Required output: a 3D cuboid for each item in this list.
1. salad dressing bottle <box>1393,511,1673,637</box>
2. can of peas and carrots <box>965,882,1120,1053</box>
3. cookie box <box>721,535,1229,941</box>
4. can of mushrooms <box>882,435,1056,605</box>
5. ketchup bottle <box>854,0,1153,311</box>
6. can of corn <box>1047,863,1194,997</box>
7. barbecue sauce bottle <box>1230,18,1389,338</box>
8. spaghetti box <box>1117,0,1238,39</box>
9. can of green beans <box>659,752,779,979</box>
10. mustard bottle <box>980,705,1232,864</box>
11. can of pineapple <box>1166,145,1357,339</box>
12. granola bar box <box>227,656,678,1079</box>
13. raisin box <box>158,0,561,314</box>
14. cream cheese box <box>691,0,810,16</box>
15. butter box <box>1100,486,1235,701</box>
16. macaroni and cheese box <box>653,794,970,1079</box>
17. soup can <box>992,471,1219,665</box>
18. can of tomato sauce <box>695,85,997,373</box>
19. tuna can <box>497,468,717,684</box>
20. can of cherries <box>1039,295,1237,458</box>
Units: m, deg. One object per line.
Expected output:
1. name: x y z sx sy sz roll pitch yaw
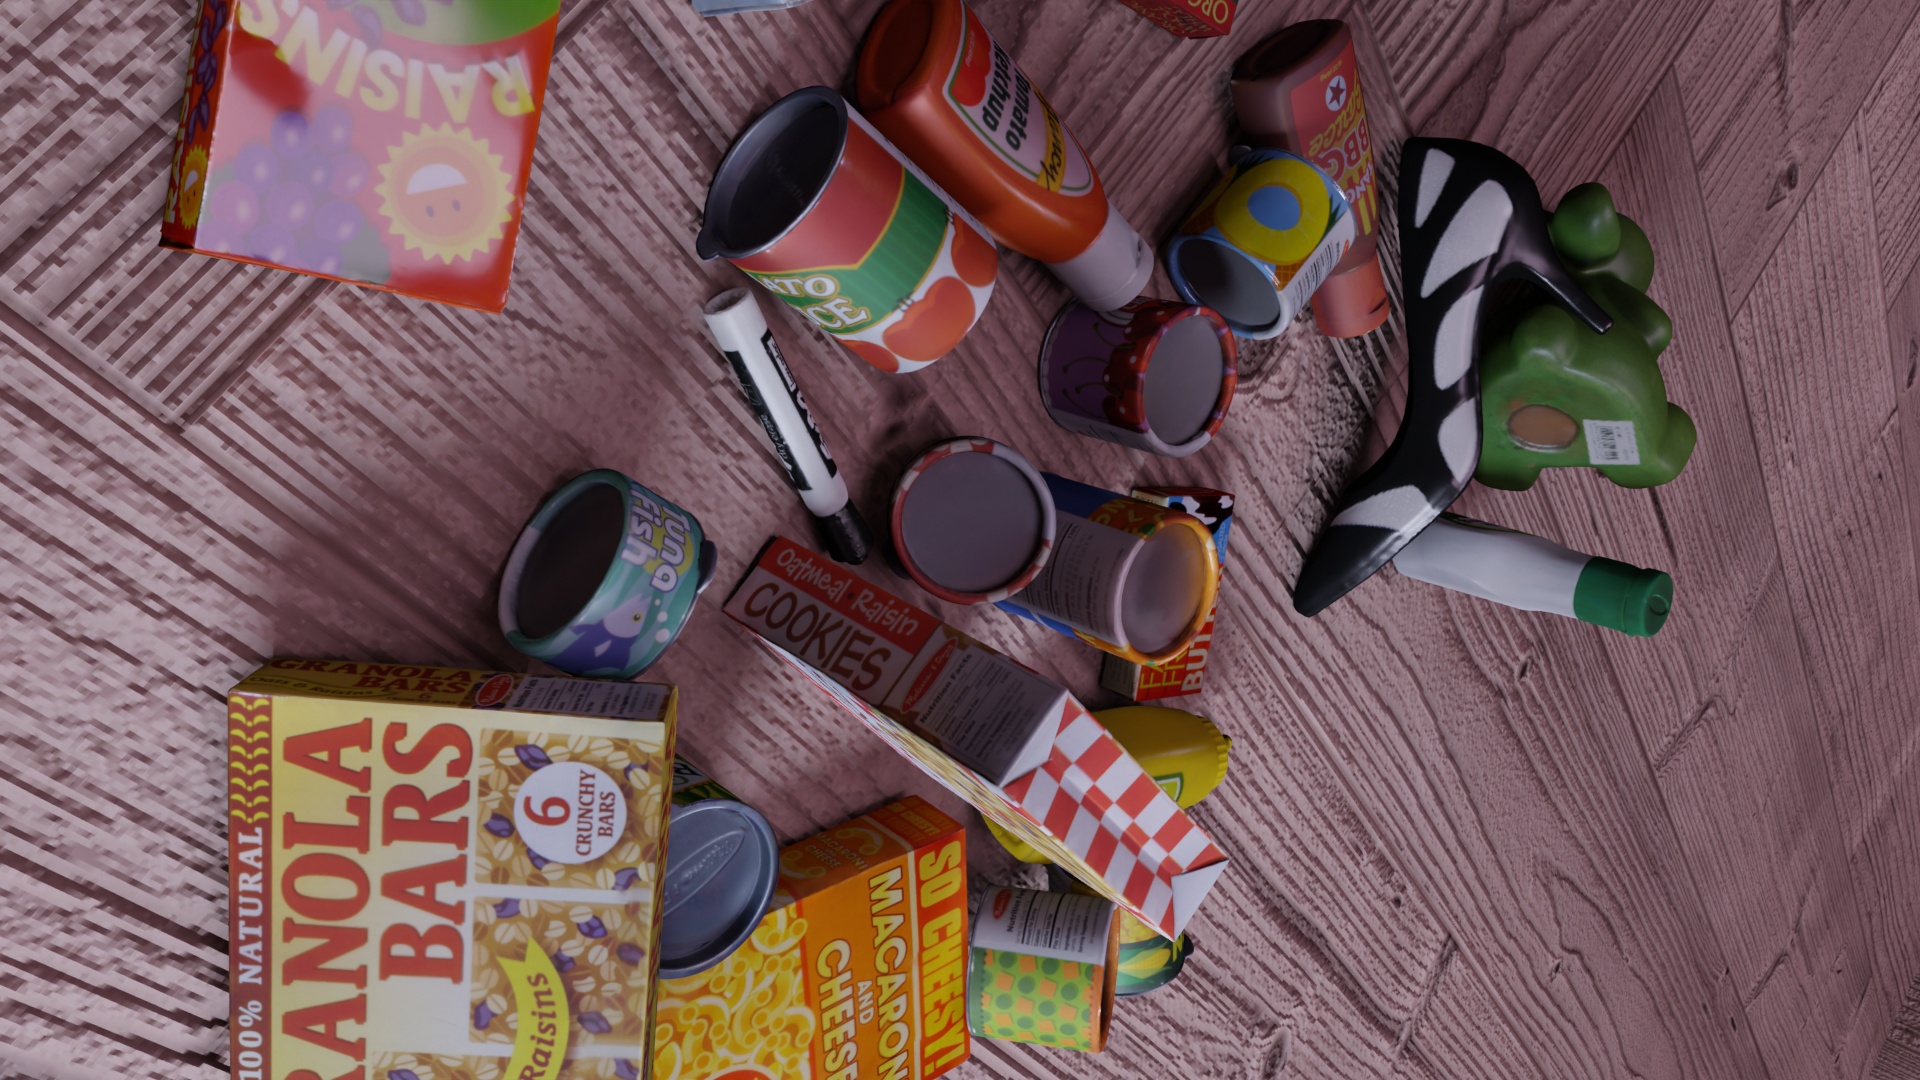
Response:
1. salad dressing bottle: 0.320 0.017 0.783 0.064 0.148 0.044 18 92 -44
2. can of peas and carrots: 0.038 0.191 0.616 0.071 0.059 0.071 2 92 -76
3. cookie box: 0.002 0.067 0.506 0.040 0.167 0.122 -53 131 -11
4. can of mushrooms: 0.002 -0.007 0.553 0.071 0.033 0.071 -1 96 -6
5. ketchup bottle: 0.022 -0.143 0.537 0.148 0.043 0.065 36 51 -43
6. can of corn: 0.078 0.177 0.675 0.071 0.071 0.058 -19 115 -36
7. barbecue sauce bottle: 0.174 -0.168 0.667 0.065 0.044 0.148 -43 128 -24
8. spaghetti box: 0.025 -0.256 0.518 0.250 0.029 0.050 10 98 -43
9. can of green beans: -0.108 0.113 0.498 0.071 0.058 0.071 -15 113 -37
10. mustard bottle: 0.084 0.109 0.666 0.161 0.049 0.065 -6 134 -41
11. can of pineapple: 0.134 -0.135 0.629 0.058 0.071 0.070 -50 130 -17
12. granola bar box: -0.156 0.122 0.431 0.124 0.039 0.165 5 102 -6
13. raisin box: -0.163 -0.132 0.385 0.086 0.040 0.123 7 98 -43
14. cream cheese box: -0.074 -0.217 0.426 0.024 0.053 0.103 -33 123 -31
15. butter box: 0.101 0.025 0.678 0.053 0.024 0.103 -2 104 -40
16. macaroni and cheese box: -0.073 0.190 0.566 0.167 0.040 0.123 -16 114 -37
17. soup can: 0.060 0.011 0.596 0.071 0.084 0.071 -15 113 -38
18. can of tomato sauce: -0.038 -0.104 0.485 0.083 0.071 0.071 33 82 -43
19. tuna can: -0.115 0.011 0.451 0.033 0.071 0.071 36 79 -42
20. can of cherries: 0.078 -0.076 0.601 0.072 0.058 0.071 -15 114 -37
